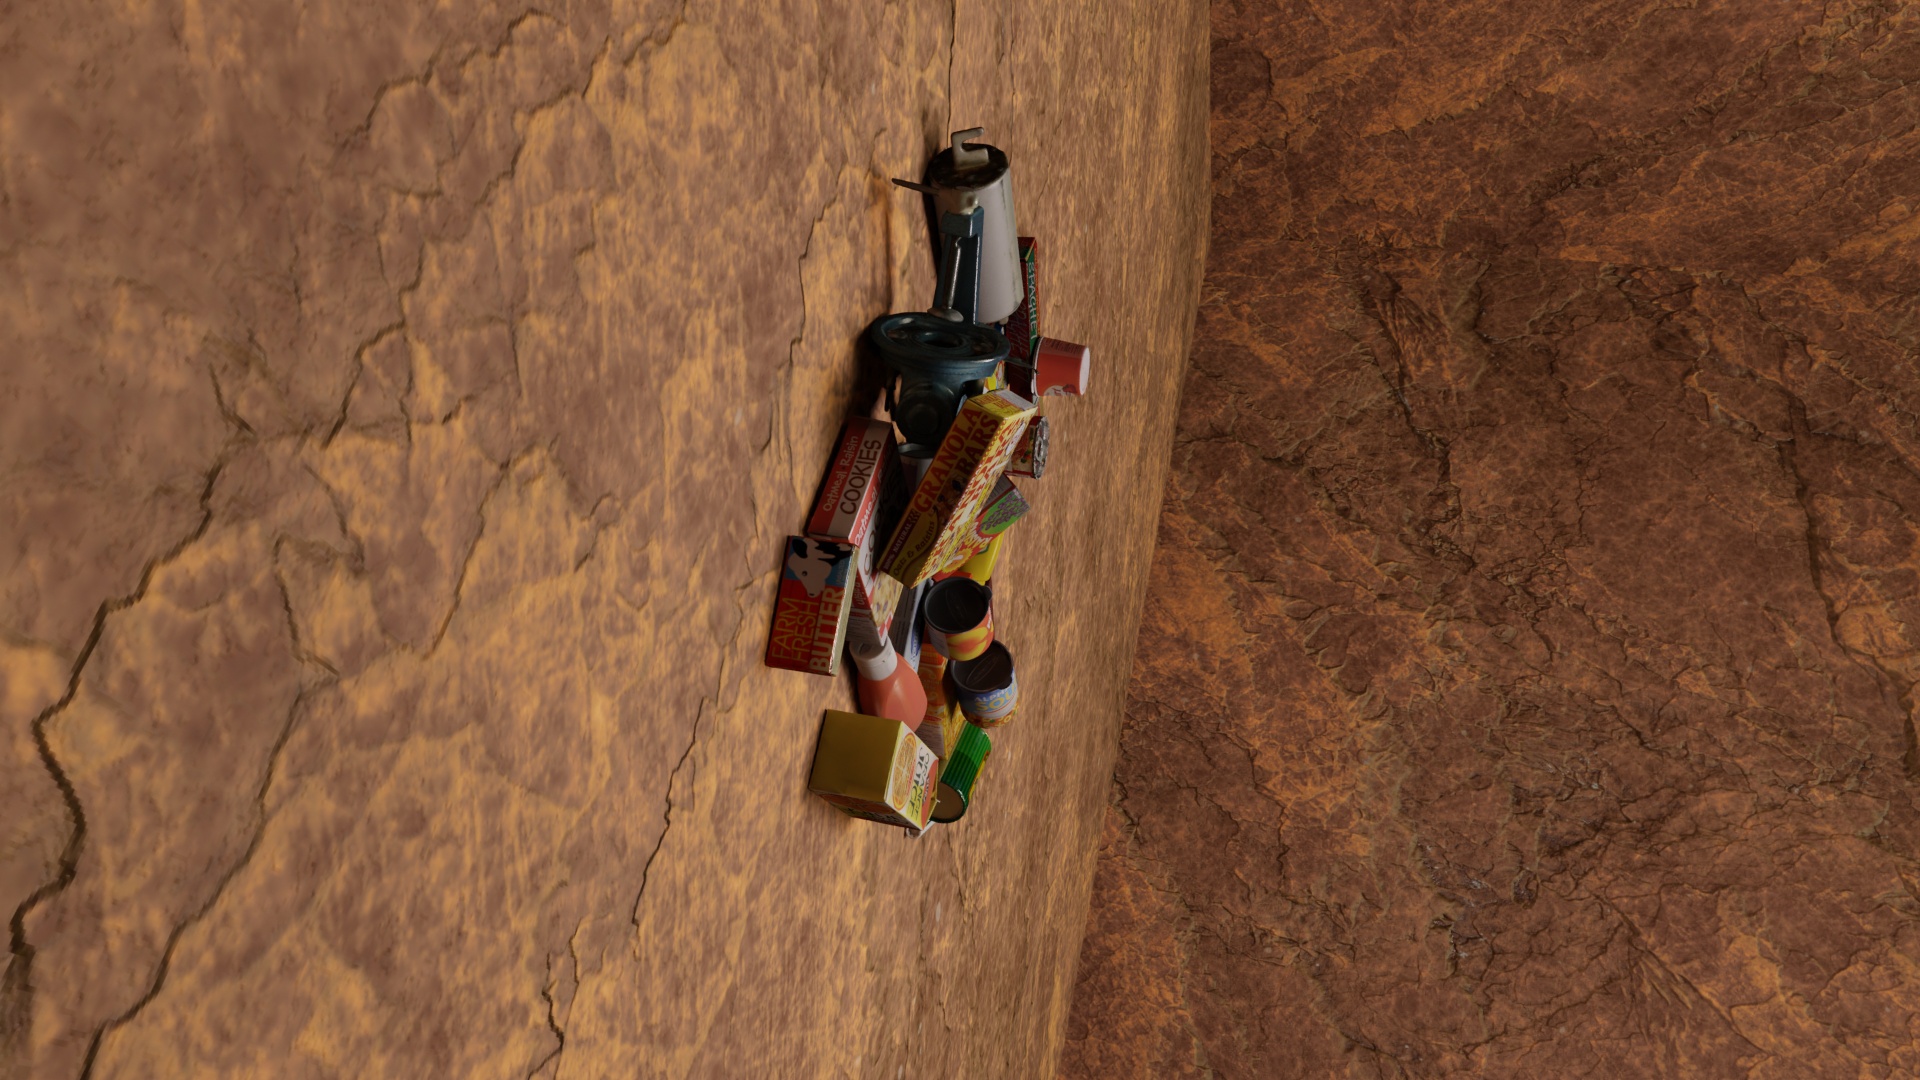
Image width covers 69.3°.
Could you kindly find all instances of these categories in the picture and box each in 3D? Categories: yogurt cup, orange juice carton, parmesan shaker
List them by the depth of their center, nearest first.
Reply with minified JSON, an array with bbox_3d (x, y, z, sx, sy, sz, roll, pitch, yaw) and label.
[{"bbox_3d":[-0.071,0.216,1.268,0.192,0.072,0.073,62,38,-66],"label":"orange juice carton"},{"bbox_3d":[-0.013,0.256,1.538,0.103,0.071,0.071,-62,155,-54],"label":"parmesan shaker"},{"bbox_3d":[0.112,-0.191,1.543,0.072,0.054,0.072,6,92,-76],"label":"yogurt cup"}]

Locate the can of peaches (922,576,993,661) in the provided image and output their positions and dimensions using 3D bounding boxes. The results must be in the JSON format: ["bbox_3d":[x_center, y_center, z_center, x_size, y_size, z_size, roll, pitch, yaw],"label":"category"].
[{"bbox_3d":[0.000,0.078,1.381,0.057,0.071,0.071,80,22,-55],"label":"can of peaches"}]

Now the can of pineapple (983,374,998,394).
[{"bbox_3d":[-0.001,-0.156,1.378,0.058,0.071,0.071,26,72,-75],"label":"can of pineapple"}]

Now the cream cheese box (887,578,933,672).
[{"bbox_3d":[-0.052,0.083,1.374,0.053,0.024,0.104,47,51,-70],"label":"cream cheese box"}]

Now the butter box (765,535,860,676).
[{"bbox_3d":[-0.112,0.050,1.064,0.024,0.053,0.103,46,53,-76],"label":"butter box"}]

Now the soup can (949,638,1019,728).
[{"bbox_3d":[0.028,0.153,1.464,0.083,0.071,0.072,78,24,-54],"label":"soup can"}]

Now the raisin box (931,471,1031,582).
[{"bbox_3d":[0.005,-0.017,1.379,0.123,0.040,0.086,-40,162,1],"label":"raisin box"}]

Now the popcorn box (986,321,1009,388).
[{"bbox_3d":[0.031,-0.200,1.532,0.127,0.038,0.084,-69,161,-44],"label":"popcorn box"}]

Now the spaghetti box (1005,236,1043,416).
[{"bbox_3d":[0.071,-0.217,1.540,0.050,0.029,0.248,-68,160,-46],"label":"spaghetti box"}]

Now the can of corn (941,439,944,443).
[{"bbox_3d":[0.004,-0.080,1.422,0.058,0.071,0.070,-65,157,-49],"label":"can of corn"}]

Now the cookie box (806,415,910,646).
[{"bbox_3d":[-0.081,-0.006,1.189,0.166,0.040,0.123,79,23,-54],"label":"cookie box"}]

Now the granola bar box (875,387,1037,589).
[{"bbox_3d":[-0.002,-0.048,1.182,0.165,0.039,0.124,-61,171,16],"label":"granola bar box"}]

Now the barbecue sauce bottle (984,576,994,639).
[{"bbox_3d":[0.017,0.105,1.620,0.065,0.044,0.147,-68,160,-46],"label":"barbecue sauce bottle"}]

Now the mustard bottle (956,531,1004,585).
[{"bbox_3d":[0.015,0.004,1.525,0.049,0.065,0.160,-33,132,-77],"label":"mustard bottle"}]

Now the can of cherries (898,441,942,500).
[{"bbox_3d":[-0.031,-0.058,1.308,0.072,0.071,0.058,-45,140,-68],"label":"can of cherries"}]

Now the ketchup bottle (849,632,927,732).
[{"bbox_3d":[-0.069,0.132,1.286,0.065,0.043,0.148,-53,153,-24],"label":"ketchup bottle"}]

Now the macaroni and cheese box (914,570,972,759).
[{"bbox_3d":[-0.019,0.133,1.500,0.124,0.040,0.165,-65,158,-49],"label":"macaroni and cheese box"}]
